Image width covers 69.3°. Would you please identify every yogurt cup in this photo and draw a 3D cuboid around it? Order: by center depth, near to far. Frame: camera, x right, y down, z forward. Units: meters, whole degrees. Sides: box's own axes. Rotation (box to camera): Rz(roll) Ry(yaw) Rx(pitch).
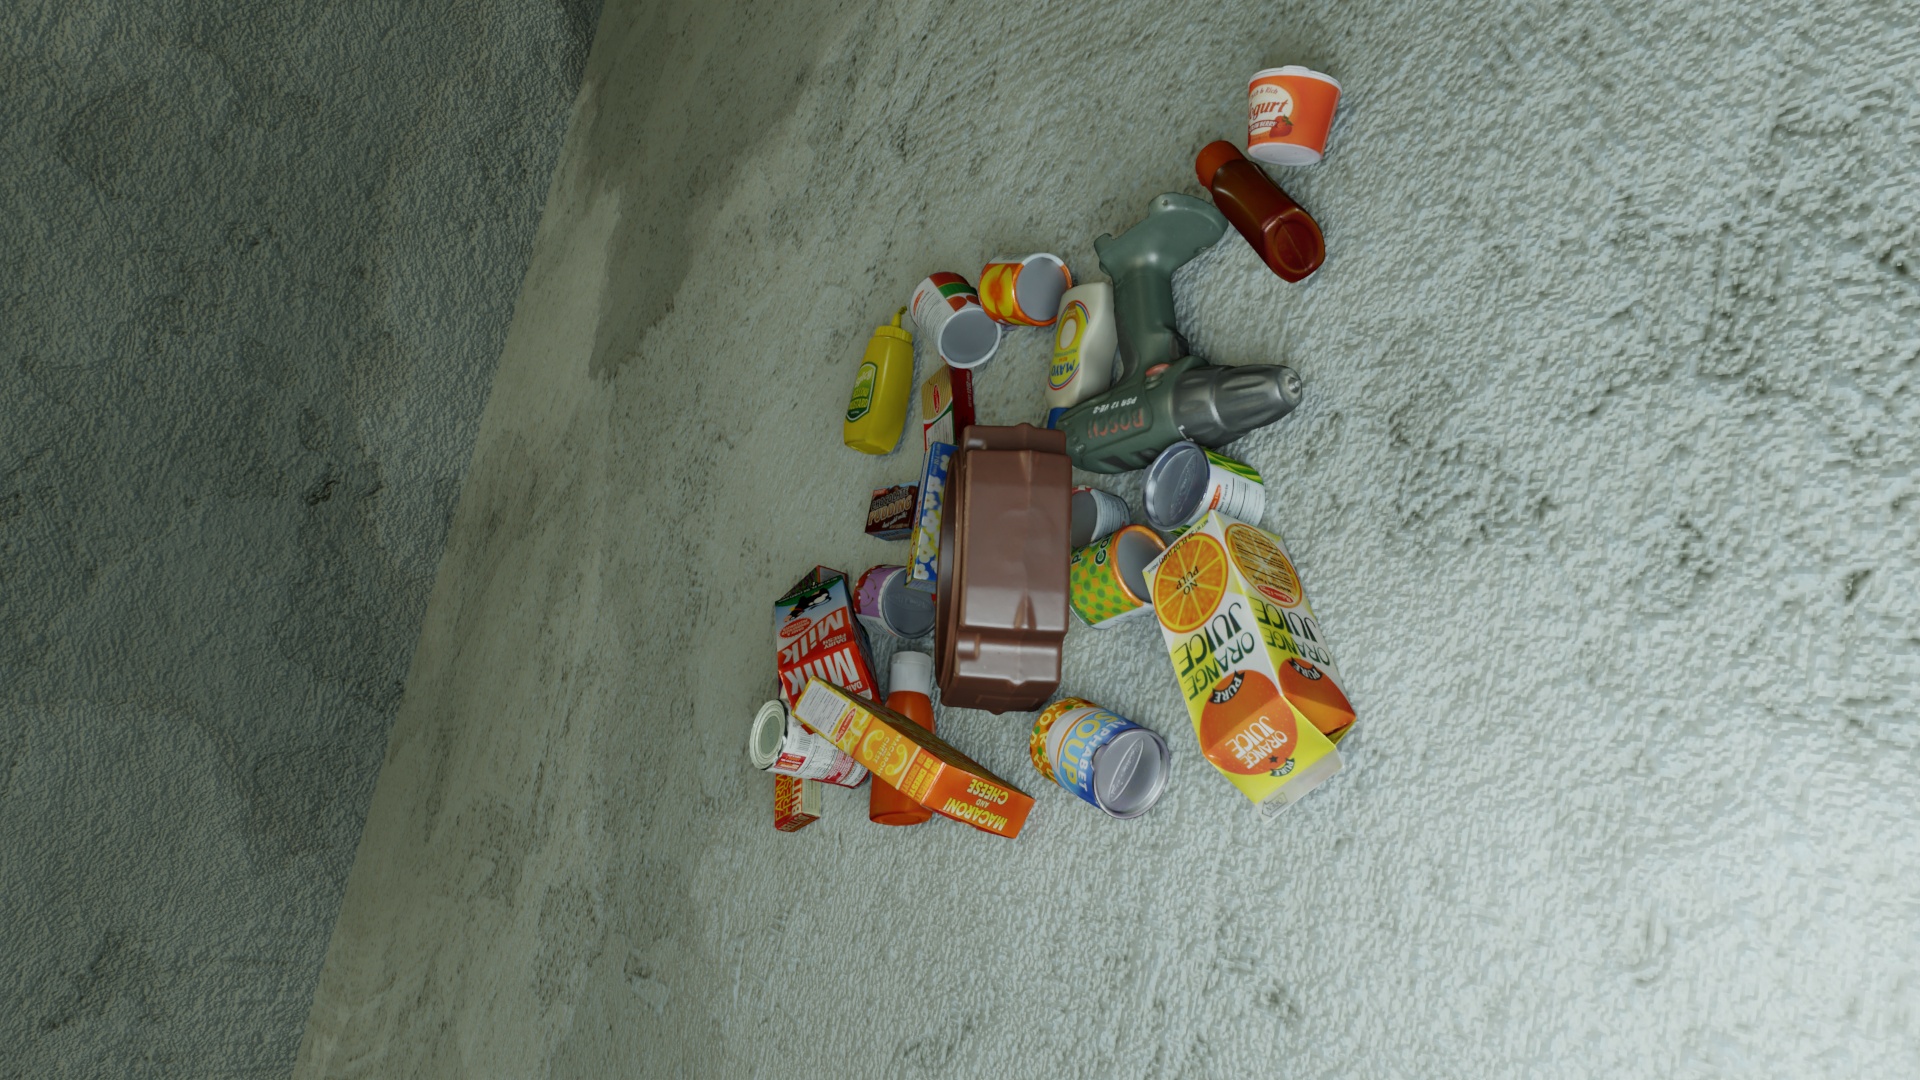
[{"bbox_3d":[0.242,-0.309,1.019,0.072,0.072,0.054,8,89,57],"label":"yogurt cup"}]

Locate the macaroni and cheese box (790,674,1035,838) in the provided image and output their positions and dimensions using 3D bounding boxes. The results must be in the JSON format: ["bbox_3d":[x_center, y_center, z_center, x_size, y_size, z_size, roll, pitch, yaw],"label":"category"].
[{"bbox_3d":[-0.038,0.172,1.099,0.167,0.123,0.040,26,86,43],"label":"macaroni and cheese box"}]

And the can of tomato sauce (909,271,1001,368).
[{"bbox_3d":[-0.003,-0.212,1.336,0.071,0.071,0.083,-58,35,20],"label":"can of tomato sauce"}]

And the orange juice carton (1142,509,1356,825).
[{"bbox_3d":[0.188,0.080,0.889,0.071,0.073,0.193,-46,41,34],"label":"orange juice carton"}]

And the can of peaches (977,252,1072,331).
[{"bbox_3d":[0.059,-0.223,1.248,0.058,0.071,0.071,15,87,57],"label":"can of peaches"}]

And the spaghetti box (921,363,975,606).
[{"bbox_3d":[-0.008,-0.054,1.292,0.050,0.029,0.251,-37,45,42],"label":"spaghetti box"}]

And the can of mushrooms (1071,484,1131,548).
[{"bbox_3d":[0.100,-0.008,1.104,0.070,0.033,0.071,-30,51,46],"label":"can of mushrooms"}]

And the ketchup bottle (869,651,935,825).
[{"bbox_3d":[-0.048,0.173,1.223,0.064,0.043,0.149,-24,55,47],"label":"ketchup bottle"}]

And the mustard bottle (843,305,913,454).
[{"bbox_3d":[-0.080,-0.170,1.441,0.065,0.049,0.160,-5,70,54],"label":"mustard bottle"}]

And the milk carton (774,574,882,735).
[{"bbox_3d":[-0.120,0.110,1.257,0.072,0.073,0.191,-22,23,1],"label":"milk carton"}]

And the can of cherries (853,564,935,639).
[{"bbox_3d":[-0.056,0.053,1.277,0.058,0.071,0.071,2,76,58],"label":"can of cherries"}]

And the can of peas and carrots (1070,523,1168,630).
[{"bbox_3d":[0.116,0.025,1.028,0.058,0.071,0.071,-27,53,47],"label":"can of peas and carrots"}]

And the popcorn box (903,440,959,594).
[{"bbox_3d":[0.004,-0.015,1.197,0.038,0.085,0.127,140,141,-69],"label":"popcorn box"}]

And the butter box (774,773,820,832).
[{"bbox_3d":[-0.161,0.232,1.379,0.053,0.024,0.104,-35,47,42],"label":"butter box"}]

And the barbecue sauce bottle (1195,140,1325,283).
[{"bbox_3d":[0.216,-0.250,1.028,0.043,0.064,0.149,-34,40,11],"label":"barbecue sauce bottle"}]

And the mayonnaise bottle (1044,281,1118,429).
[{"bbox_3d":[0.100,-0.140,1.164,0.064,0.041,0.148,-5,69,55],"label":"mayonnaise bottle"}]

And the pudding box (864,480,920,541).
[{"bbox_3d":[-0.056,-0.028,1.351,0.083,0.030,0.050,-5,69,55],"label":"pudding box"}]

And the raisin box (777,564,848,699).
[{"bbox_3d":[-0.150,0.100,1.418,0.085,0.040,0.124,-38,45,39],"label":"raisin box"}]

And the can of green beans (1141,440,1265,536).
[{"bbox_3d":[0.172,-0.031,0.984,0.071,0.058,0.071,-31,50,46],"label":"can of green beans"}]

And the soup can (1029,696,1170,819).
[{"bbox_3d":[0.096,0.152,0.991,0.084,0.071,0.071,19,90,58],"label":"soup can"}]
